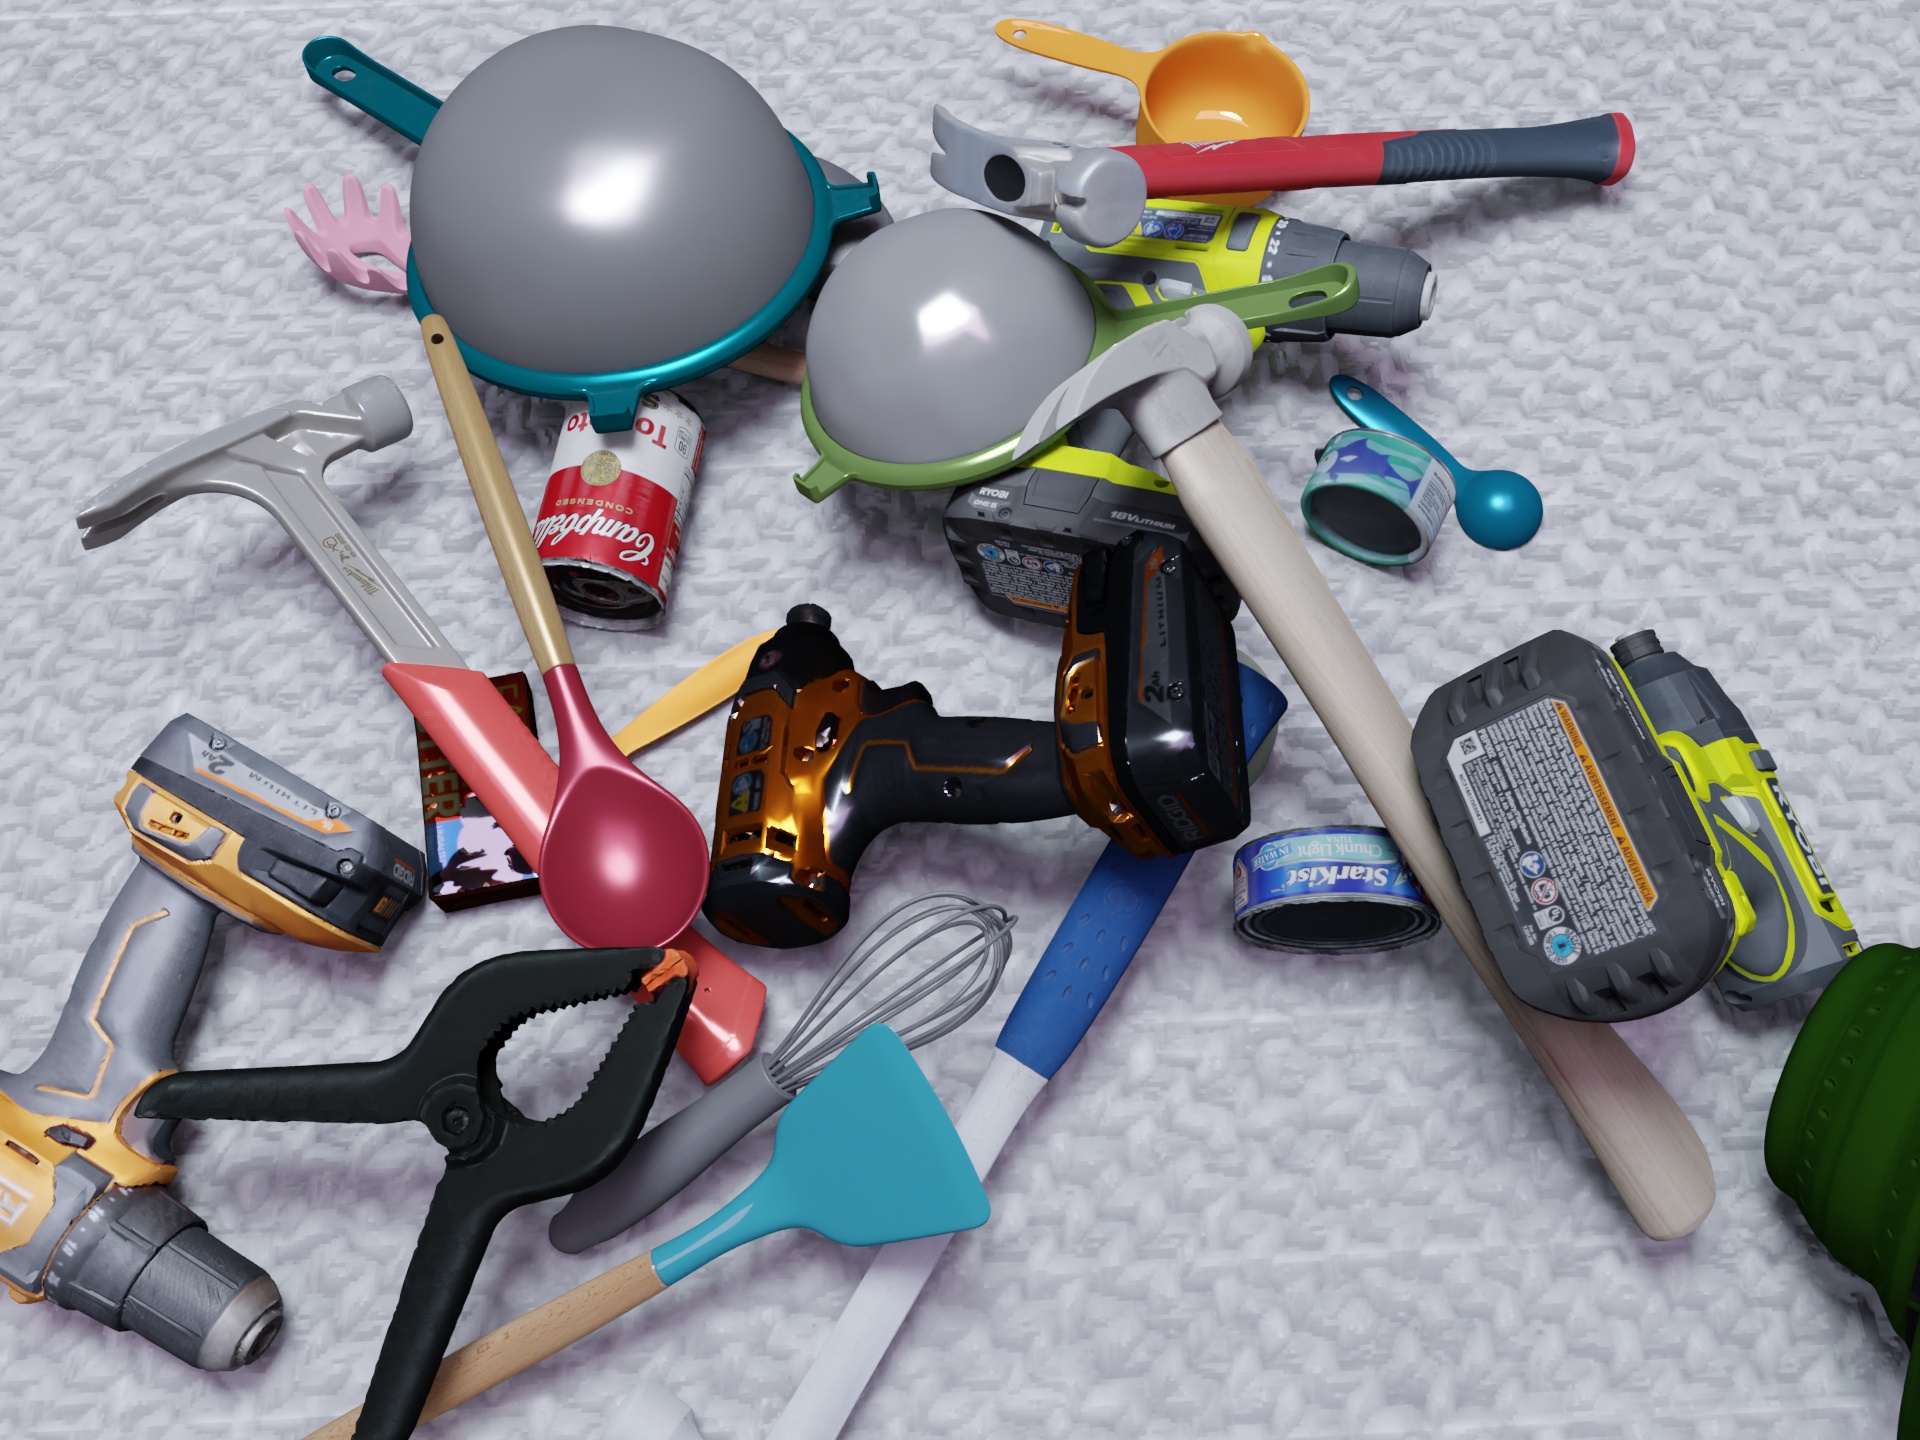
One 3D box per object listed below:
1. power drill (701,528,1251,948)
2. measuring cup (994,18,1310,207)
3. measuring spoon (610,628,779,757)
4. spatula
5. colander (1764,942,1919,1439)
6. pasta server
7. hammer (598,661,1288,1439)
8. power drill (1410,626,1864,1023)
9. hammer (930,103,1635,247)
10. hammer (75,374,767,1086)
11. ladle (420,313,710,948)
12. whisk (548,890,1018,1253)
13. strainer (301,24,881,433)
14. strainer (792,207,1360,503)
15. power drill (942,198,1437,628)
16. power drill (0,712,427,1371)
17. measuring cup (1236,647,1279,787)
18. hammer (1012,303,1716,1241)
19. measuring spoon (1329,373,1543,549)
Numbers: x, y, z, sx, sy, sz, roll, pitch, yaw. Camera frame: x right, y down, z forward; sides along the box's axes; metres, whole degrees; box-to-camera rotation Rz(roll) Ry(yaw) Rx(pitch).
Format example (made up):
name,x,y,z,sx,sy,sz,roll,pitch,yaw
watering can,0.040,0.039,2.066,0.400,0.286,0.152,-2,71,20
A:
name,x,y,z,sx,sy,sz,roll,pitch,yaw
power drill,-0.001,-0.002,0.670,0.226,0.084,0.164,-15,53,23
measuring cup,0.098,-0.328,0.849,0.173,0.052,0.095,22,70,10
measuring spoon,-0.127,-0.008,0.747,0.117,0.011,0.021,-36,72,-17
spatula,-0.140,0.222,0.606,0.317,0.044,0.082,-30,85,3
colander,0.443,0.114,0.654,0.397,0.204,0.095,-32,37,-28
pasta server,-0.189,-0.213,0.810,0.316,0.040,0.060,16,53,5
hammer,0.024,0.153,0.649,0.144,0.035,0.405,30,78,10
power drill,0.275,0.035,0.636,0.080,0.223,0.171,-32,68,36
hammer,0.175,-0.275,0.773,0.386,0.038,0.143,-13,34,-28
hammer,-0.214,0.012,0.687,0.149,0.036,0.359,-35,82,-30
ladle,-0.182,-0.044,0.684,0.069,0.031,0.316,-20,74,-12
whisk,-0.074,0.145,0.635,0.239,0.055,0.055,-38,72,10
strainer,-0.219,-0.291,0.768,0.340,0.095,0.211,34,67,21
strainer,0.039,-0.184,0.691,0.256,0.069,0.152,-6,54,18
power drill,0.105,-0.151,0.742,0.190,0.080,0.229,13,63,21
power drill,-0.315,0.134,0.656,0.185,0.084,0.226,28,75,8
measuring cup,0.084,-0.038,0.741,0.083,0.038,0.168,-31,74,-11
hammer,0.169,0.031,0.613,0.410,0.038,0.146,57,41,-4
measuring spoon,0.235,-0.135,0.788,0.129,0.021,0.042,43,74,13
